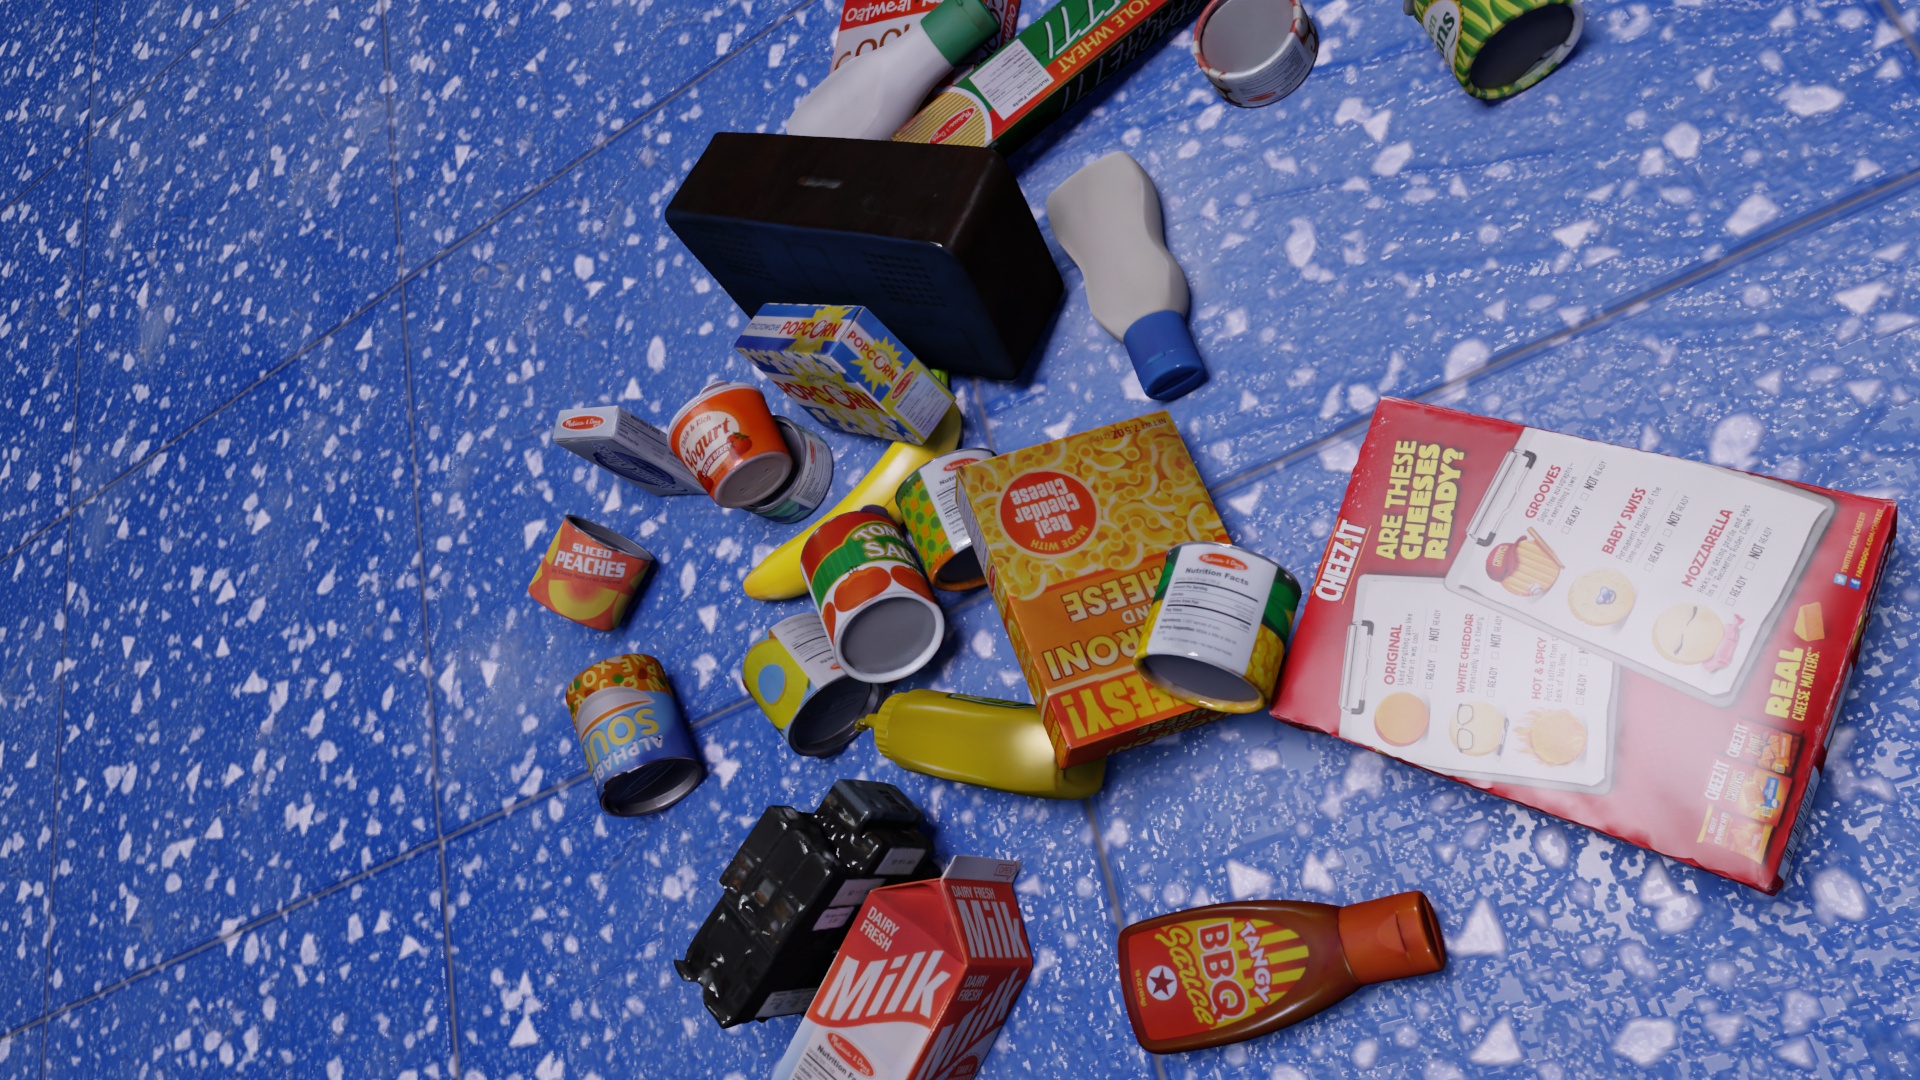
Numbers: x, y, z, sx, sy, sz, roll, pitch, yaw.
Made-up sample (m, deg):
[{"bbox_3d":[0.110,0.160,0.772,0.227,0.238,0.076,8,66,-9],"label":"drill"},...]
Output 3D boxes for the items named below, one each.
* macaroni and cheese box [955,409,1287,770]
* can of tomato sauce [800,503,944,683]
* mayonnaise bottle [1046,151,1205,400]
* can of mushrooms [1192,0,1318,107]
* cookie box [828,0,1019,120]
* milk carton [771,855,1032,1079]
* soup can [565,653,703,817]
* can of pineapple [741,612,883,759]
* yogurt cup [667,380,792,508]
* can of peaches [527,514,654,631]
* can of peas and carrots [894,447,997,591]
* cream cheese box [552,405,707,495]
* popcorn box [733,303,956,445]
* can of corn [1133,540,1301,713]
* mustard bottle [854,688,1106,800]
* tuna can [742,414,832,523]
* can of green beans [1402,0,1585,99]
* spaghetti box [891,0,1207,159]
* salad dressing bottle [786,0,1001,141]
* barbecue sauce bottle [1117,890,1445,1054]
[{"bbox_3d":[0.082,0.022,0.724,0.124,0.040,0.167,-16,63,-10],"label":"macaroni and cheese box"},{"bbox_3d":[-0.051,0.031,0.806,0.071,0.071,0.083,-45,38,13],"label":"can of tomato sauce"},{"bbox_3d":[0.099,-0.151,0.802,0.064,0.041,0.148,-29,63,23],"label":"mayonnaise bottle"},{"bbox_3d":[0.170,-0.291,0.807,0.071,0.033,0.071,-10,71,30],"label":"can of mushrooms"},{"bbox_3d":[-0.034,-0.291,0.928,0.123,0.040,0.167,3,76,32],"label":"cookie box"},{"bbox_3d":[-0.028,0.252,0.735,0.073,0.072,0.190,28,92,35],"label":"milk carton"},{"bbox_3d":[-0.211,0.124,0.889,0.071,0.071,0.084,-39,59,16],"label":"soup can"},{"bbox_3d":[-0.089,0.087,0.829,0.071,0.071,0.058,-51,56,9],"label":"can of pineapple"},{"bbox_3d":[-0.141,-0.057,0.866,0.072,0.072,0.054,-41,67,15],"label":"yogurt cup"},{"bbox_3d":[-0.253,0.023,0.947,0.071,0.071,0.058,30,93,35],"label":"can of peaches"},{"bbox_3d":[0.003,-0.010,0.803,0.071,0.071,0.059,-33,63,19],"label":"can of peas and carrots"},{"bbox_3d":[-0.215,-0.058,0.929,0.053,0.103,0.024,0,71,31],"label":"cream cheese box"},{"bbox_3d":[-0.072,-0.103,0.841,0.127,0.085,0.038,15,67,54],"label":"popcorn box"},{"bbox_3d":[0.121,0.043,0.654,0.071,0.071,0.058,7,63,33],"label":"can of corn"},{"bbox_3d":[0.001,0.109,0.768,0.160,0.065,0.049,4,82,36],"label":"mustard bottle"},{"bbox_3d":[-0.121,-0.046,0.909,0.071,0.033,0.071,-10,70,29],"label":"tuna can"},{"bbox_3d":[0.276,-0.271,0.714,0.071,0.071,0.058,-30,62,21],"label":"can of green beans"},{"bbox_3d":[0.072,-0.302,0.846,0.250,0.028,0.050,-37,69,6],"label":"spaghetti box"},{"bbox_3d":[-0.042,-0.292,0.883,0.147,0.044,0.064,-35,60,17],"label":"salad dressing bottle"},{"bbox_3d":[0.150,0.199,0.658,0.148,0.043,0.065,-21,64,25],"label":"barbecue sauce bottle"}]
